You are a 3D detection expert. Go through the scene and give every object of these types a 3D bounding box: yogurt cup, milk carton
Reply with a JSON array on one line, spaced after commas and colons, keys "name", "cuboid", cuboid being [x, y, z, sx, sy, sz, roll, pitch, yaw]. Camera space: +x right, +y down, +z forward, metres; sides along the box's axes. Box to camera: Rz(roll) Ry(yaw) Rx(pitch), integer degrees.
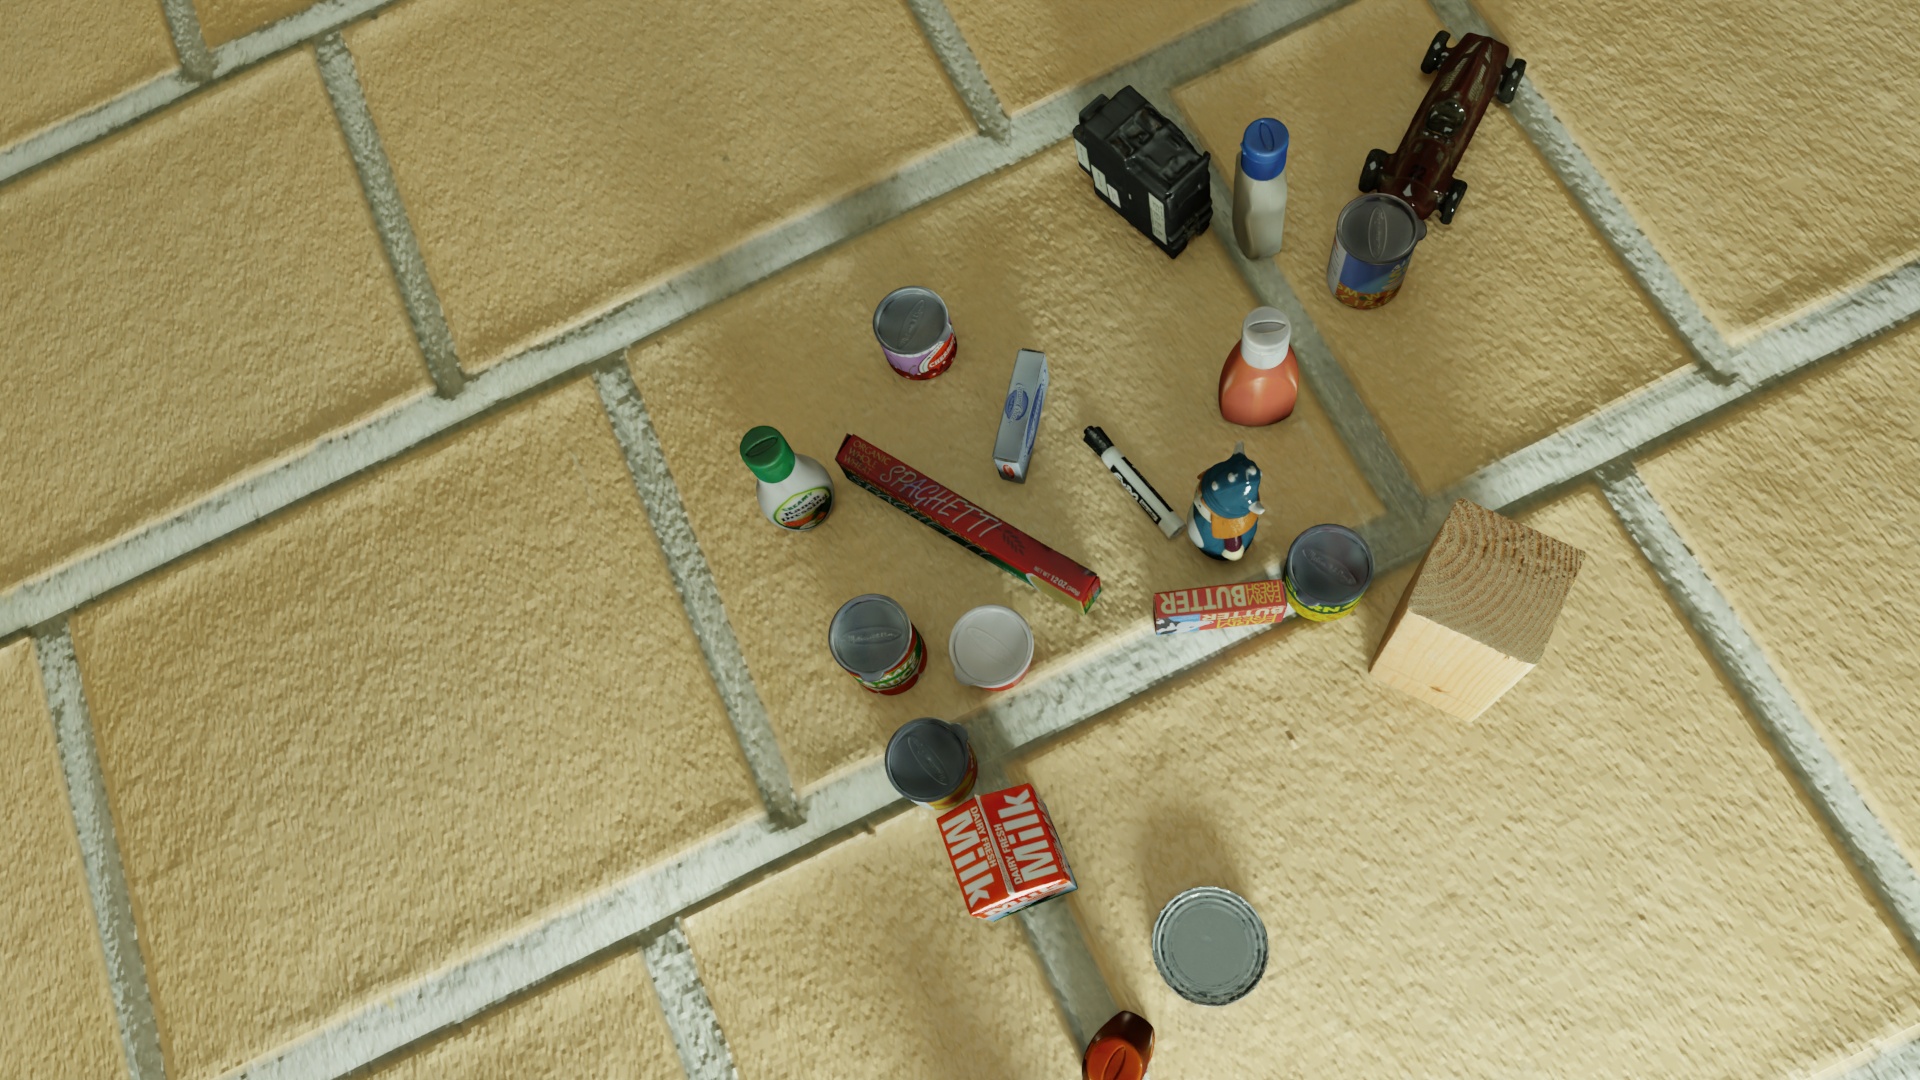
[{"name": "yogurt cup", "cuboid": [0.027, 0.090, 1.122, 0.072, 0.054, 0.072, -2, 72, 8]}, {"name": "milk carton", "cuboid": [0.034, 0.227, 1.003, 0.073, 0.190, 0.072, -22, 71, 1]}]

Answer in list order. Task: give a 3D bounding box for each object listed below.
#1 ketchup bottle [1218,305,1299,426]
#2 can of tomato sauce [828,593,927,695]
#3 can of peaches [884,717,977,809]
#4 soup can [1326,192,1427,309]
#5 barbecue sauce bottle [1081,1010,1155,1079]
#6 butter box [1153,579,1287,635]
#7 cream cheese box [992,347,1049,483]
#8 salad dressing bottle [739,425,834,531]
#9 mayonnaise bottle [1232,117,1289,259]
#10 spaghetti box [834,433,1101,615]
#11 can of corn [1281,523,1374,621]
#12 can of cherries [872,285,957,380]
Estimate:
[{"name": "ketchup bottle", "cuboid": [0.242, -0.138, 1.116, 0.065, 0.148, 0.043, -3, 72, 8]}, {"name": "can of tomato sauce", "cuboid": [-0.064, 0.087, 1.121, 0.071, 0.083, 0.071, -2, 72, 8]}, {"name": "can of peaches", "cuboid": [-0.020, 0.176, 1.098, 0.071, 0.058, 0.071, -2, 72, 8]}, {"name": "soup can", "cuboid": [0.348, -0.242, 1.169, 0.071, 0.083, 0.071, -2, 72, 8]}, {"name": "barbecue sauce bottle", "cuboid": [0.109, 0.363, 0.970, 0.044, 0.148, 0.065, 27, 78, 16]}, {"name": "butter box", "cuboid": [0.206, 0.054, 1.108, 0.103, 0.053, 0.024, -7, 72, 6]}, {"name": "cream cheese box", "cuboid": [0.052, -0.106, 1.183, 0.024, 0.053, 0.104, 11, 74, 12]}, {"name": "salad dressing bottle", "cuboid": [-0.145, -0.051, 1.144, 0.064, 0.147, 0.044, -29, 71, -1]}, {"name": "mayonnaise bottle", "cuboid": [0.253, -0.297, 1.167, 0.041, 0.147, 0.065, -13, 71, 4]}, {"name": "spaghetti box", "cuboid": [0.004, -0.015, 1.162, 0.250, 0.050, 0.029, 30, 79, 16]}, {"name": "can of corn", "cuboid": [0.289, 0.029, 1.102, 0.071, 0.058, 0.071, -2, 72, 8]}, {"name": "can of cherries", "cuboid": [-0.037, -0.179, 1.218, 0.071, 0.058, 0.071, -2, 72, 8]}]
